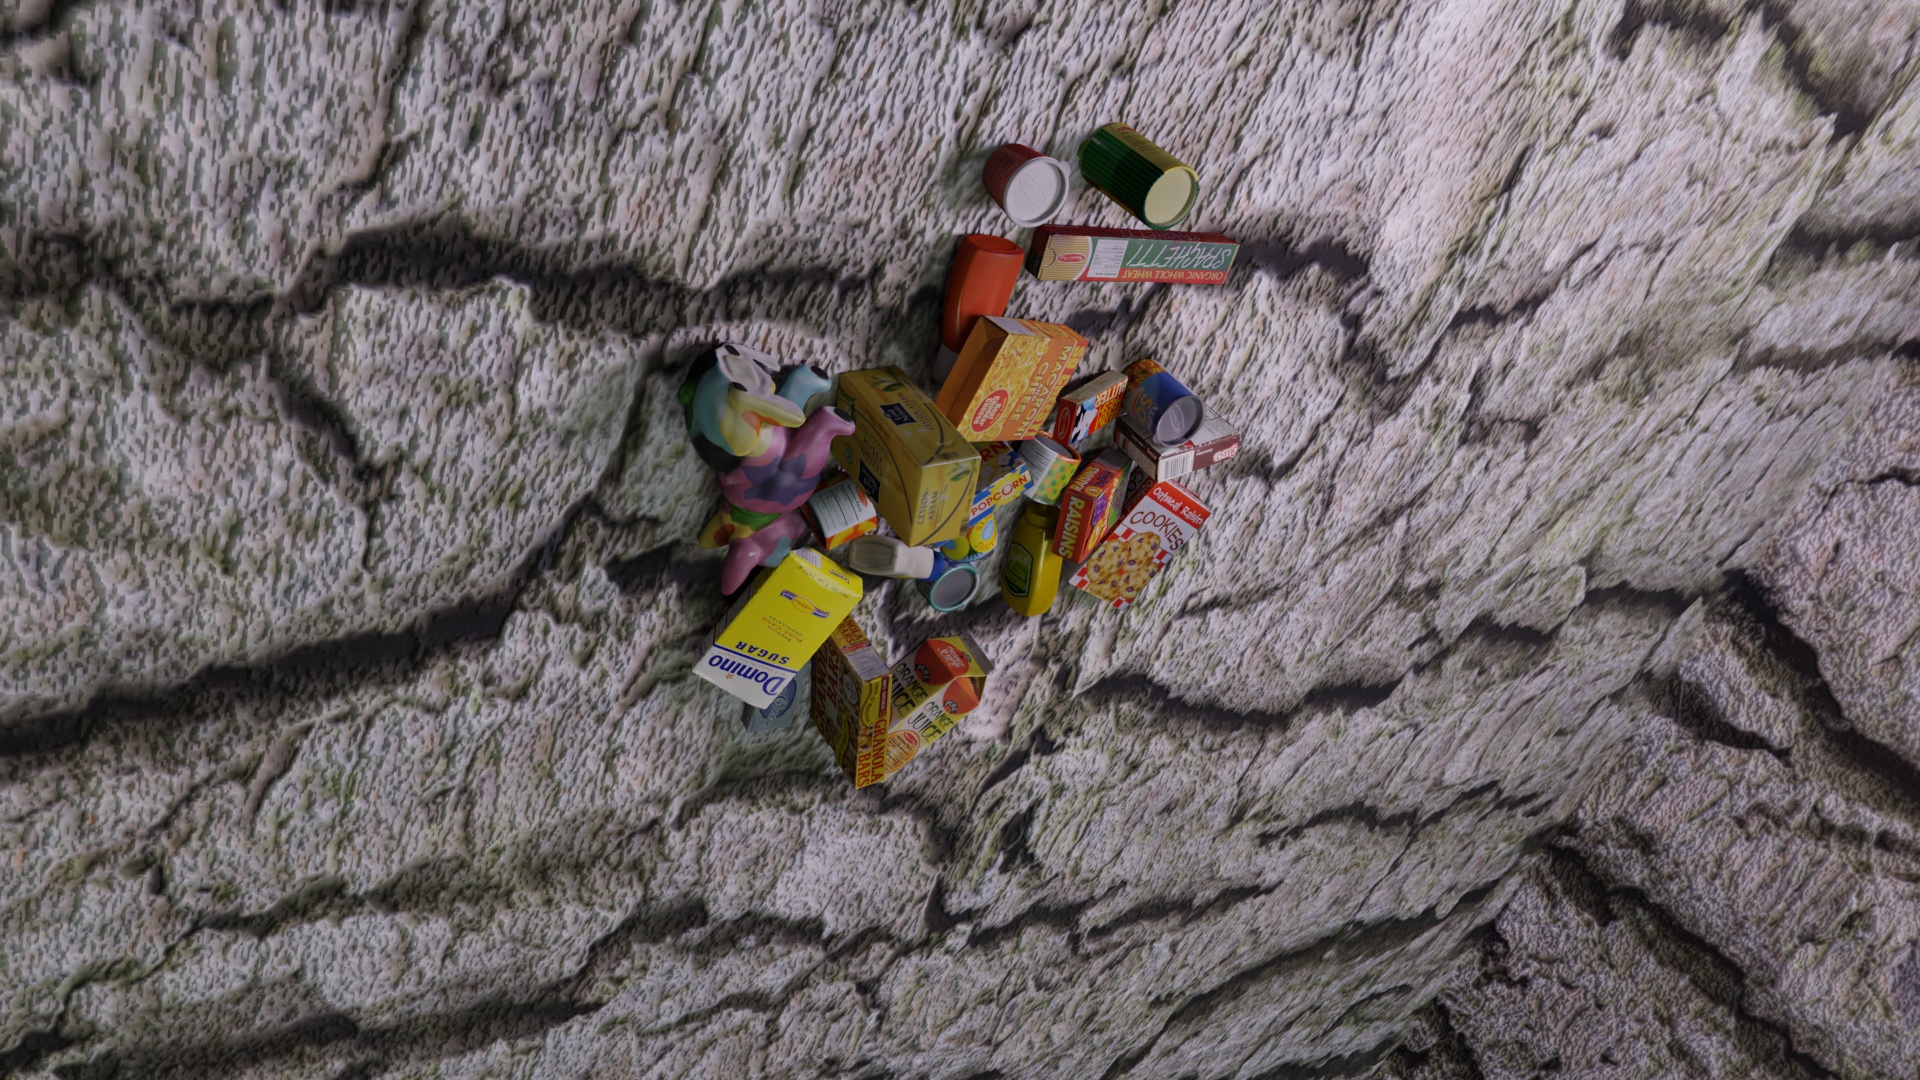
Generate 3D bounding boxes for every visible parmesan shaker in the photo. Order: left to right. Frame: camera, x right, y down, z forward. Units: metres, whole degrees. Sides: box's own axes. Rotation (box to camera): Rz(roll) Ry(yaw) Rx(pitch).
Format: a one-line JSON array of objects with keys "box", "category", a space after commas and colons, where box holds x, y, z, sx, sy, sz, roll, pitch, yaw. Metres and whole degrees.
[{"box": [0.166, -0.342, 1.305, 0.071, 0.103, 0.071, -20, 135, -21], "category": "parmesan shaker"}]

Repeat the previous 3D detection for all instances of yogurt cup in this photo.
[{"box": [0.057, -0.329, 1.275, 0.072, 0.054, 0.072, -20, 134, -21], "category": "yogurt cup"}]

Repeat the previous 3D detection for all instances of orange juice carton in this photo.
[{"box": [-0.050, 0.187, 1.625, 0.193, 0.072, 0.072, -39, 138, -1], "category": "orange juice carton"}]

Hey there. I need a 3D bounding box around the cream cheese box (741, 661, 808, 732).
[{"box": [-0.204, 0.164, 1.529, 0.053, 0.024, 0.103, -5, 127, -34], "category": "cream cheese box"}]

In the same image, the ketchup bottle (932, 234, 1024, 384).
[{"box": [0.011, -0.220, 1.342, 0.065, 0.044, 0.148, -4, 127, -36], "category": "ketchup bottle"}]

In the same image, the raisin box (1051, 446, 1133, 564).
[{"box": [0.148, -0.040, 1.551, 0.124, 0.040, 0.085, -44, 151, -52], "category": "raisin box"}]

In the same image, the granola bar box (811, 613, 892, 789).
[{"box": [-0.122, 0.171, 1.519, 0.039, 0.124, 0.164, -15, 132, -25], "category": "granola bar box"}]

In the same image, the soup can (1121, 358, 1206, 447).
[{"box": [0.216, -0.150, 1.521, 0.071, 0.084, 0.071, -19, 134, -21], "category": "soup can"}]

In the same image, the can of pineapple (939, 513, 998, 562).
[{"box": [0.005, -0.019, 1.491, 0.071, 0.071, 0.057, -29, 137, -12], "category": "can of pineapple"}]

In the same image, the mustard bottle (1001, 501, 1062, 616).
[{"box": [0.086, 0.007, 1.581, 0.049, 0.065, 0.159, -13, 125, -36], "category": "mustard bottle"}]

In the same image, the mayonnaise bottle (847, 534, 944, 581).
[{"box": [-0.061, 0.021, 1.462, 0.148, 0.065, 0.041, 15, 82, -67], "category": "mayonnaise bottle"}]

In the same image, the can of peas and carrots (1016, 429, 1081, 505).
[{"box": [0.090, -0.080, 1.504, 0.071, 0.071, 0.058, 11, 117, -41], "category": "can of peas and carrots"}]

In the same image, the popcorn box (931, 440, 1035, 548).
[{"box": [0.001, -0.058, 1.442, 0.127, 0.085, 0.038, -33, 137, -8], "category": "popcorn box"}]

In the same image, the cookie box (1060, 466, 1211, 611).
[{"box": [0.209, -0.004, 1.675, 0.167, 0.040, 0.123, -49, 138, 11], "category": "cookie box"}]

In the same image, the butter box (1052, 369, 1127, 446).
[{"box": [0.140, -0.143, 1.489, 0.104, 0.024, 0.052, -33, 143, -45], "category": "butter box"}]

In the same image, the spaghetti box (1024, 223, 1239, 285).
[{"box": [0.179, -0.290, 1.415, 0.251, 0.029, 0.050, -5, 128, -33], "category": "spaghetti box"}]

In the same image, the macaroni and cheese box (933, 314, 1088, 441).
[{"box": [0.049, -0.158, 1.386, 0.167, 0.040, 0.123, -8, 132, -57], "category": "macaroni and cheese box"}]

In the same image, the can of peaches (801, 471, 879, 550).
[{"box": [-0.122, -0.030, 1.393, 0.058, 0.071, 0.071, -26, 136, -16], "category": "can of peaches"}]

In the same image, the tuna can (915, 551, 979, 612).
[{"box": [-0.016, 0.046, 1.558, 0.071, 0.033, 0.070, -20, 135, -22], "category": "tuna can"}]
